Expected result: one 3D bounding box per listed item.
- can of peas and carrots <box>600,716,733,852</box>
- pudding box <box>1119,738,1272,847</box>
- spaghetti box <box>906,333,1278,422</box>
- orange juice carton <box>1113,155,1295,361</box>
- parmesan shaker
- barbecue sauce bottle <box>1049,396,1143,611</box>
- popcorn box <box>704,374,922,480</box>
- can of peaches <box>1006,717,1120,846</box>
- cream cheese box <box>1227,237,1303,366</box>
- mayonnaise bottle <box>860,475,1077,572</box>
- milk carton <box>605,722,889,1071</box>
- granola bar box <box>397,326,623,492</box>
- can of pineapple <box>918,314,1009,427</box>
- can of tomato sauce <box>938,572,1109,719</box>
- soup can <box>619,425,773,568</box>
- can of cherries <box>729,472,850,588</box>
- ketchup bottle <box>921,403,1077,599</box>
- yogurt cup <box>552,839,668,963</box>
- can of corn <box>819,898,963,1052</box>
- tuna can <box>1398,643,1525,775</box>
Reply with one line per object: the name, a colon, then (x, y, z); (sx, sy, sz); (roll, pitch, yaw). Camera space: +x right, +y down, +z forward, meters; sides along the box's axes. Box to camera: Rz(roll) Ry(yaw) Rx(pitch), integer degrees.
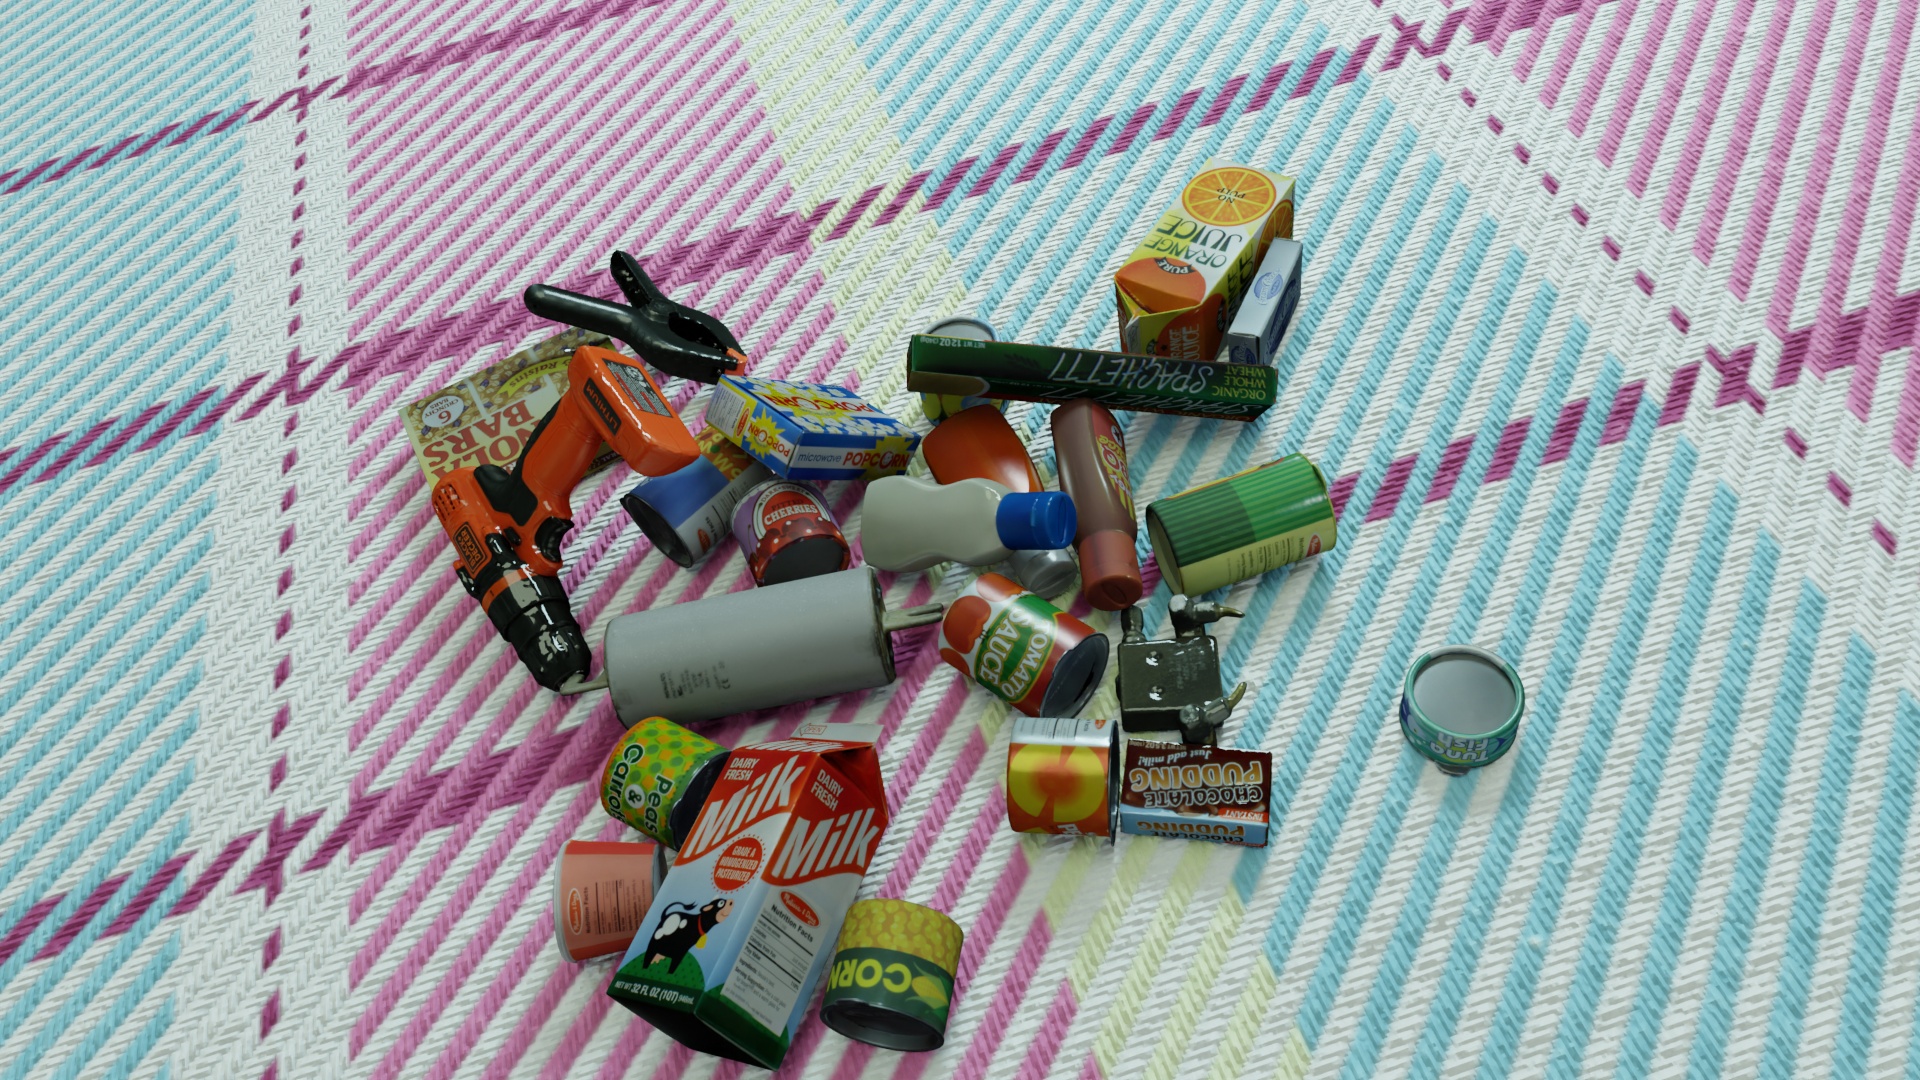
can of peas and carrots: (-0.170, 0.145, 0.819); (0.059, 0.070, 0.071); (20, 59, 25)
pudding box: (0.134, 0.144, 0.790); (0.084, 0.030, 0.050); (4, 54, 13)
spaghetti box: (0.088, -0.110, 0.942); (0.250, 0.050, 0.029); (5, 80, -5)
orange juice carton: (0.171, -0.191, 1.018); (0.073, 0.071, 0.193); (23, 59, 26)
parmesan shaker: (0.175, -0.010, 0.876); (0.103, 0.071, 0.071); (-18, 52, -4)
barbecue sauce bottle: (0.090, -0.022, 0.902); (0.043, 0.064, 0.149); (-24, 45, 22)
popcorn box: (-0.100, -0.076, 0.952); (0.085, 0.038, 0.127); (33, 20, 30)
can of peaches: (0.059, 0.136, 0.788); (0.058, 0.071, 0.071); (1, 53, 11)
cream cheese box: (0.220, -0.164, 1.000); (0.024, 0.053, 0.104); (15, 56, 23)
mayonnaise bottle: (0.003, -0.011, 0.890); (0.148, 0.041, 0.065); (-1, 85, 36)
milk carton: (-0.104, 0.180, 0.764); (0.072, 0.073, 0.191); (-4, 48, 39)
granola bar box: (-0.324, -0.087, 1.048); (0.166, 0.039, 0.124); (-29, 52, -12)
can of pineapple: (0.001, -0.119, 1.002); (0.071, 0.057, 0.071); (-5, 52, 6)
can of tomato sauce: (0.037, 0.066, 0.843); (0.083, 0.071, 0.071); (30, 63, 30)
soup can: (-0.182, -0.034, 0.963); (0.071, 0.071, 0.084); (31, 63, 29)
can of cherries: (-0.113, -0.002, 0.922); (0.071, 0.071, 0.058); (-24, 52, -8)
ketchup bottle: (0.029, -0.026, 0.932); (0.065, 0.043, 0.149); (-29, 53, -1)
yogurt cup: (-0.196, 0.201, 0.785); (0.054, 0.072, 0.073); (-5, 51, -3)
can of corn: (-0.036, 0.227, 0.729); (0.071, 0.070, 0.058); (4, 52, 13)
tuna can: (0.287, 0.096, 0.797); (0.071, 0.032, 0.071); (-5, 51, 6)
